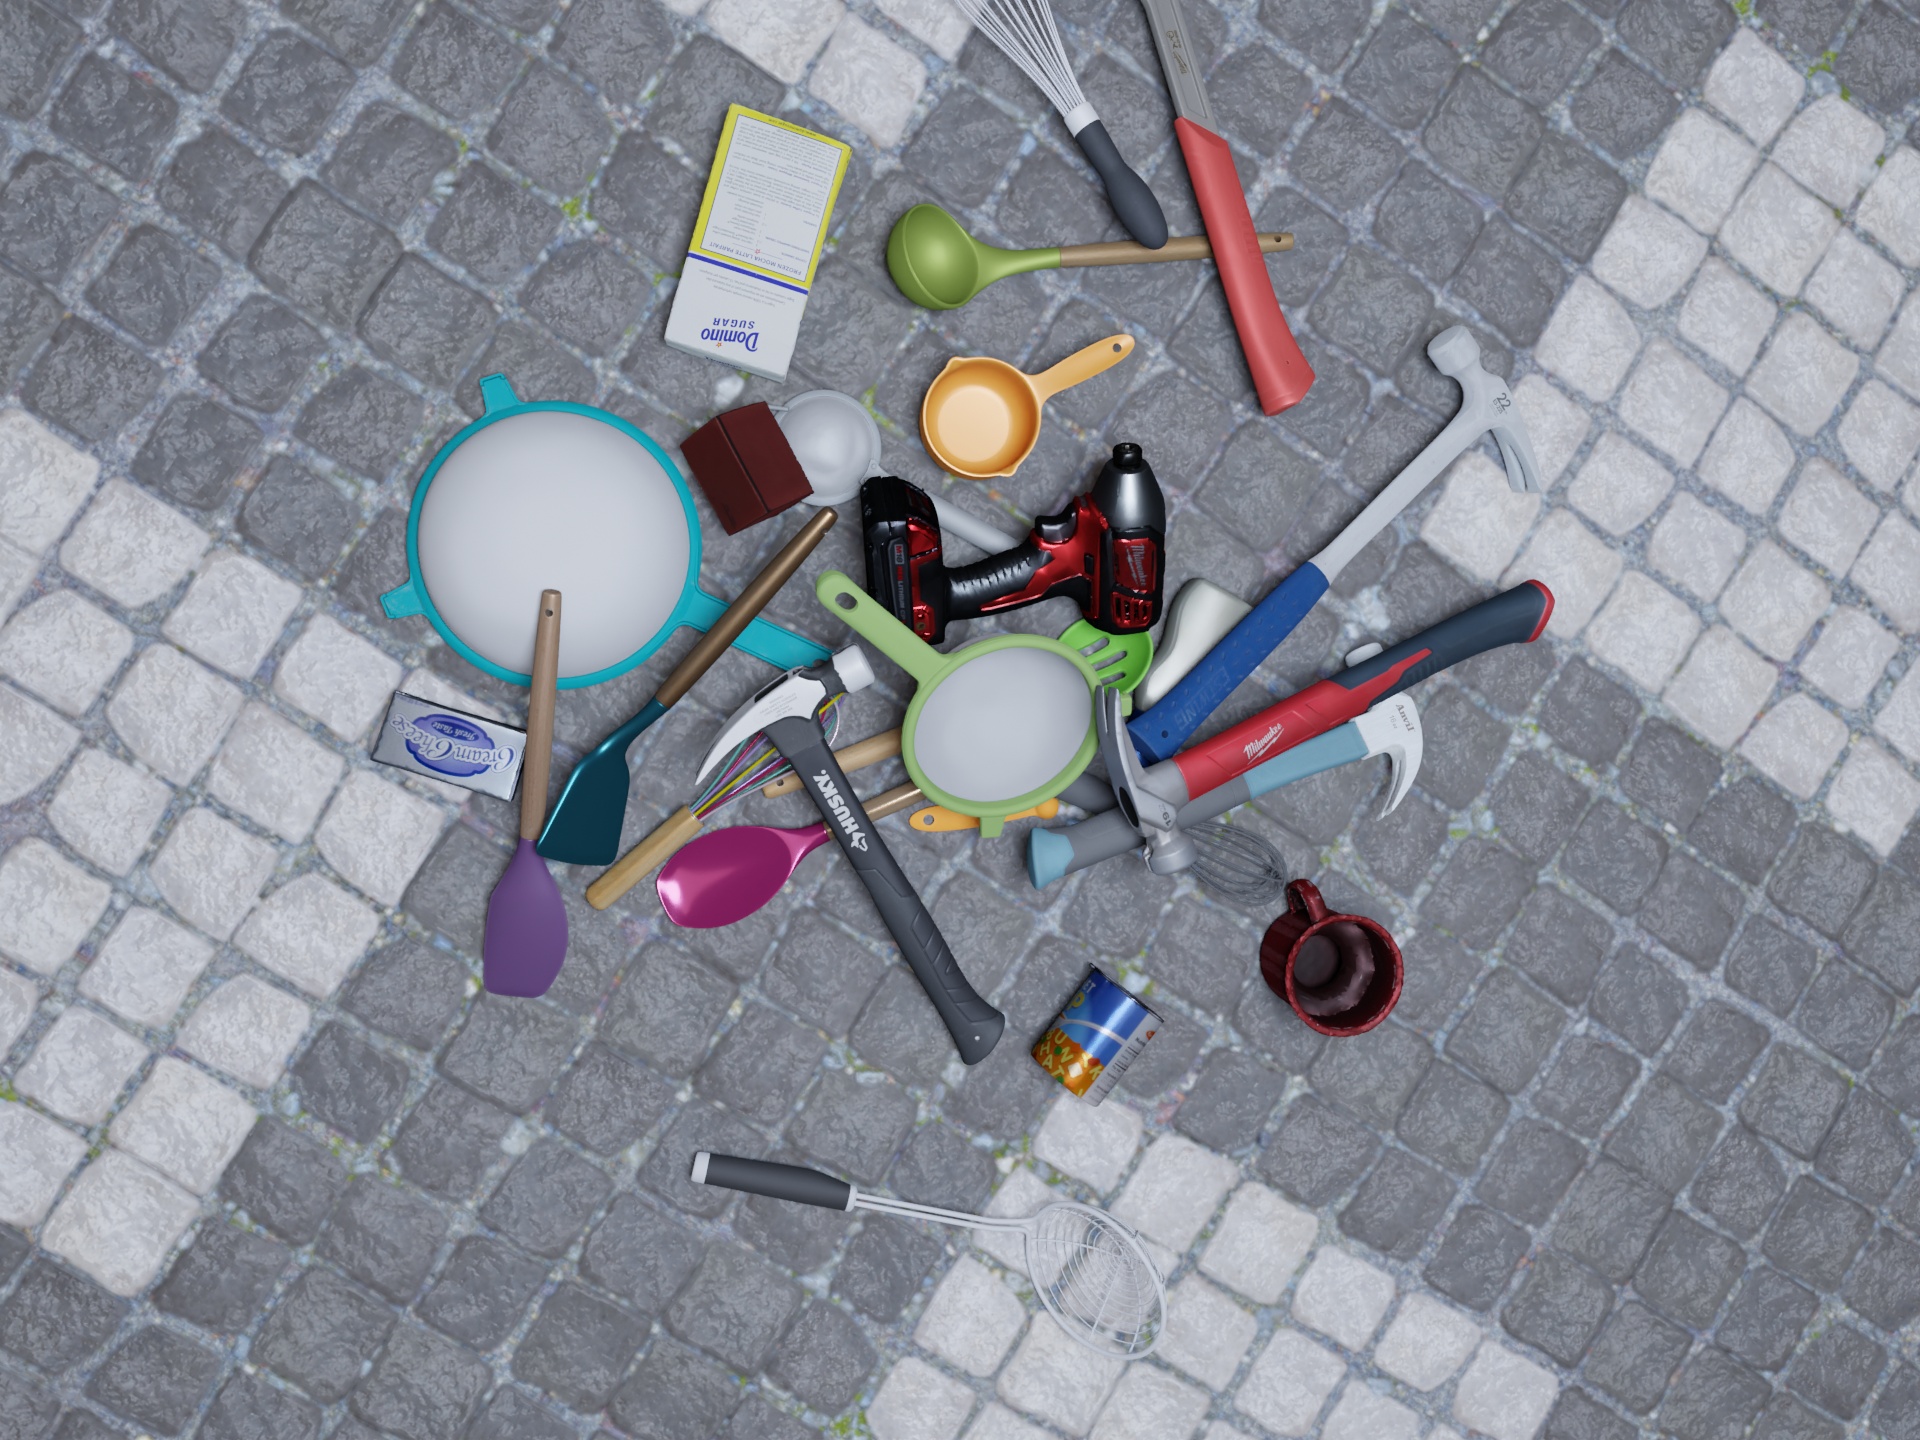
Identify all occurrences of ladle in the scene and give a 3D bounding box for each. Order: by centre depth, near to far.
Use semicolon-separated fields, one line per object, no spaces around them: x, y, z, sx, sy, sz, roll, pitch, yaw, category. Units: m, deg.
0.102;-0.353;1.189;0.320;0.062;0.078;-7;85;-10;ladle

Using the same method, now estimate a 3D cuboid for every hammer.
-0.062;0.117;1.165;0.146;0.035;0.334;-28;108;2;hammer
0.278;-0.032;1.174;0.386;0.038;0.143;-26;104;-18;hammer
0.181;-0.401;1.183;0.149;0.037;0.359;-17;90;-17;hammer
0.199;0.051;1.196;0.331;0.033;0.128;-20;76;-13;hammer
0.282;-0.114;1.204;0.405;0.035;0.144;-44;108;-10;hammer

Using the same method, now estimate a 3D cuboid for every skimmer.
-0.025;0.391;1.186;0.363;0.090;0.127;13;122;-6;skimmer

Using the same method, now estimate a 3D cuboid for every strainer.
-0.011;-0.036;1.120;0.151;0.069;0.256;-44;122;12;strainer
-0.233;-0.100;1.133;0.340;0.095;0.211;25;89;-7;strainer
-0.042;-0.172;1.186;0.258;0.050;0.087;27;88;-11;strainer

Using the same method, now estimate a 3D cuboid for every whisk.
0.072;-0.469;1.166;0.070;0.070;0.284;-34;93;-5;whisk
-0.180;0.055;1.169;0.245;0.047;0.051;-40;123;1;whisk
0.144;0.079;1.221;0.239;0.055;0.055;25;89;-4;whisk

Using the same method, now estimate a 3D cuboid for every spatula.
-0.187;-0.024;1.122;0.317;0.082;0.044;-47;61;13;spatula
-0.300;0.059;1.128;0.059;0.018;0.315;7;110;-8;spatula

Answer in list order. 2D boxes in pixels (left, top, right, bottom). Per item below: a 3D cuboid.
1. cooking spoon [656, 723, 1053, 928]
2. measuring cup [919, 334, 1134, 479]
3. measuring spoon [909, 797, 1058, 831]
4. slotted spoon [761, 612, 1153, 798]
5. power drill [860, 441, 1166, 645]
-0.077;0.073;1.193;0.319;0.017;0.069;-24;88;-2;cooking spoon
0.049;-0.242;1.189;0.173;0.052;0.095;-28;96;-8;measuring cup
0.019;0.072;1.217;0.117;0.011;0.021;-6;93;-8;measuring spoon
-0.002;-0.004;1.203;0.314;0.031;0.070;-21;72;-4;slotted spoon
0.041;-0.126;1.151;0.219;0.079;0.143;-5;124;-5;power drill
